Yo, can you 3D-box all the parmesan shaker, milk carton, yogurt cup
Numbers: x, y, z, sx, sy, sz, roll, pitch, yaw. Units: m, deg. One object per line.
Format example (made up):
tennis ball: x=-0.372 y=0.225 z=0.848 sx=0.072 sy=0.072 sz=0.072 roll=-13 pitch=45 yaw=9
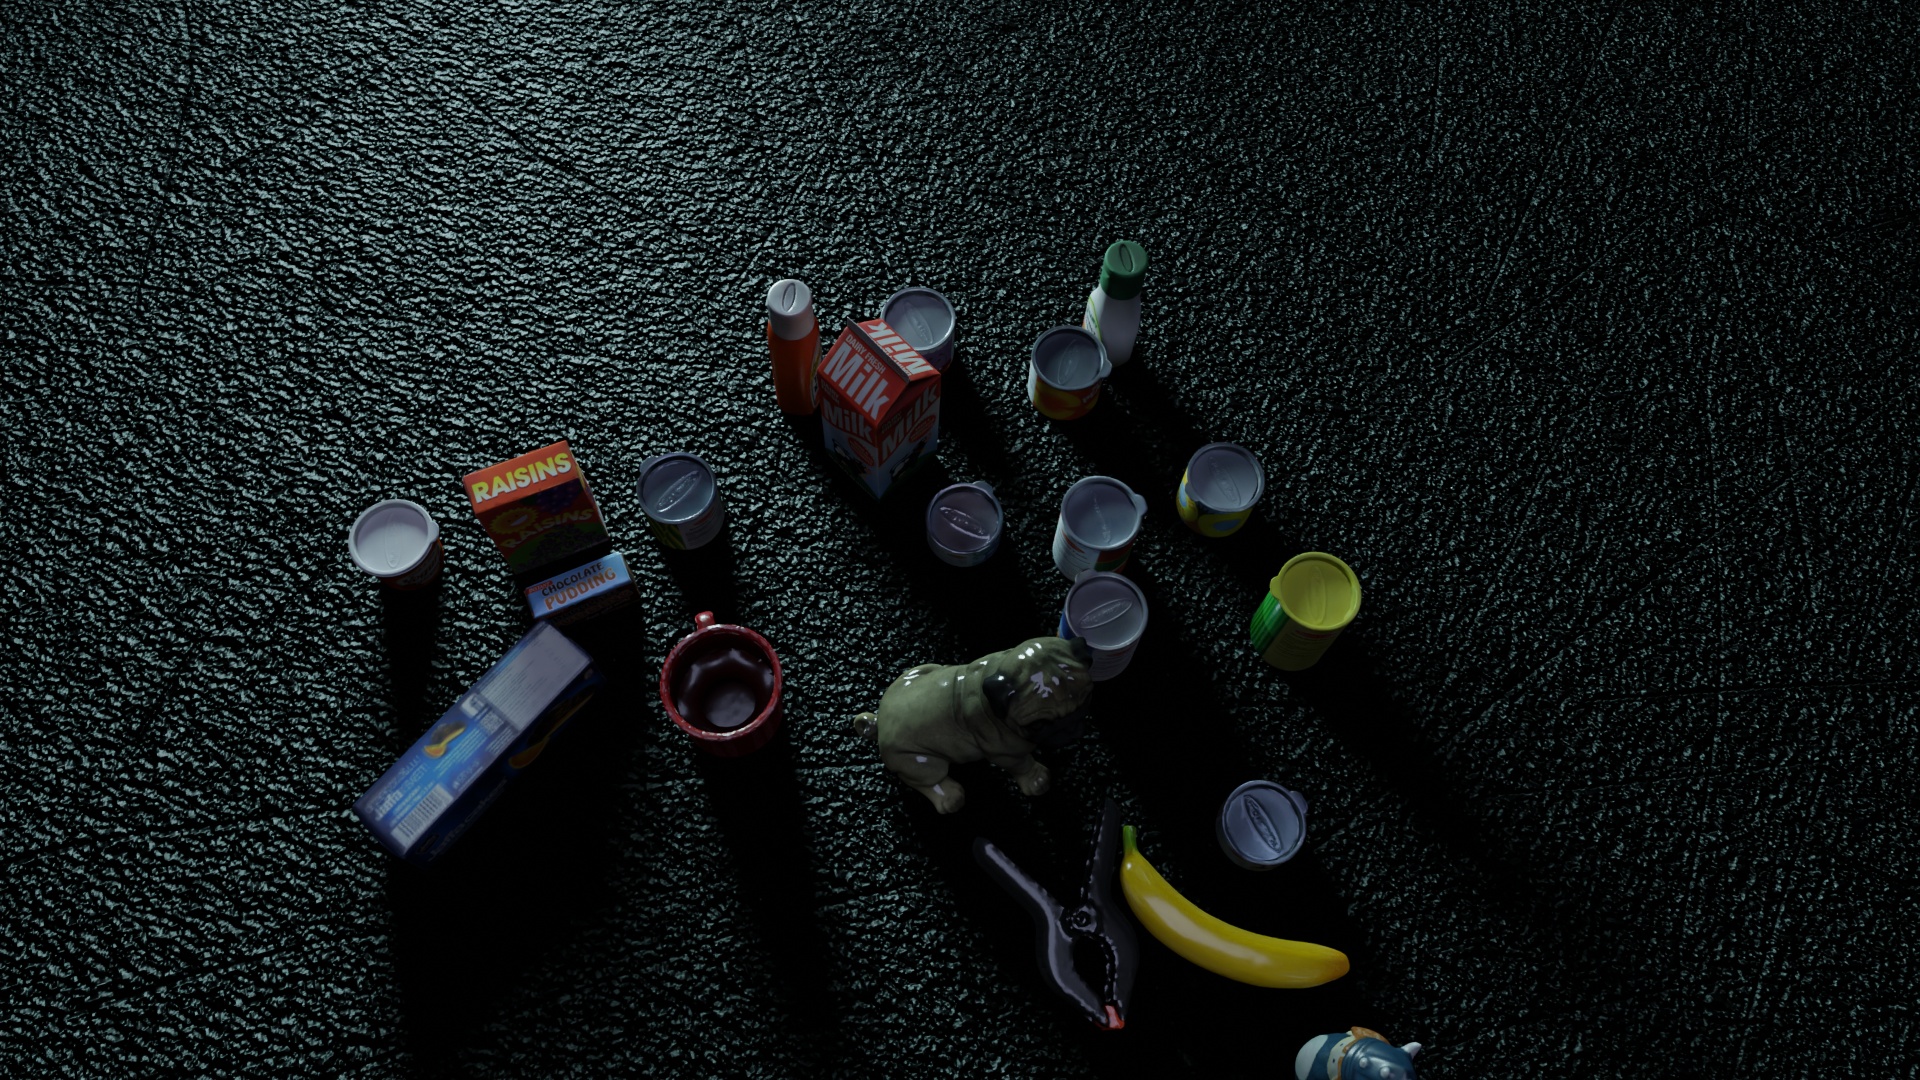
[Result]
parmesan shaker: x=0.275 y=0.059 z=1.127 sx=0.071 sy=0.102 sz=0.071 roll=1 pitch=67 yaw=-2
milk carton: x=-0.066 y=-0.112 z=1.141 sx=0.074 sy=0.189 sz=0.072 roll=-41 pitch=74 yaw=-17
yogurt cup: x=-0.462 y=0.007 z=1.148 sx=0.072 sy=0.053 sz=0.072 roll=1 pitch=67 yaw=-2

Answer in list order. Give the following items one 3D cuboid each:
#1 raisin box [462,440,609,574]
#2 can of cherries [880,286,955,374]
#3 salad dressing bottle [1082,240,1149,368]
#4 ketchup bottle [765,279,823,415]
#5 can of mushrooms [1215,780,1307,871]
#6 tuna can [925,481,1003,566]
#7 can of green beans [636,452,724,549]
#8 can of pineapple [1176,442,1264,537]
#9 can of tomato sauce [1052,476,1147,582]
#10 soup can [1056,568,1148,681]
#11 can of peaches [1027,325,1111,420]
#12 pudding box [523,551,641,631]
raisin box: x=-0.342 y=-0.026 z=1.130 sx=0.086 sy=0.123 sz=0.040 roll=-21 pitch=69 yaw=-11
can of cherries: x=-0.040 y=-0.183 z=1.245 sx=0.071 sy=0.058 sz=0.072 roll=1 pitch=67 yaw=-2
salad dressing bottle: x=0.135 y=-0.205 z=1.213 sx=0.044 sy=0.147 sz=0.064 roll=-9 pitch=68 yaw=-6
ketchup bottle: x=-0.141 y=-0.167 z=1.185 sx=0.043 sy=0.148 sz=0.065 roll=8 pitch=67 yaw=1
can of mushrooms: x=0.237 y=0.224 z=1.091 sx=0.071 sy=0.033 sz=0.071 roll=1 pitch=66 yaw=-2
tuna can: x=0.004 y=-0.015 z=1.187 sx=0.071 sy=0.032 sz=0.071 roll=1 pitch=66 yaw=-2
can of green beans: x=-0.235 y=-0.033 z=1.172 sx=0.071 sy=0.057 sz=0.071 roll=1 pitch=67 yaw=-2
can of pineapple: x=0.220 y=-0.043 z=1.194 sx=0.071 sy=0.057 sz=0.071 roll=1 pitch=67 yaw=-2
can of tomato sauce: x=0.115 y=-0.007 z=1.161 sx=0.071 sy=0.082 sz=0.071 roll=1 pitch=67 yaw=-2
soup can: x=0.112 y=0.069 z=1.127 sx=0.071 sy=0.083 sz=0.071 roll=1 pitch=67 yaw=-2
can of peaches: x=0.096 y=-0.147 z=1.235 sx=0.071 sy=0.057 sz=0.071 roll=1 pitch=67 yaw=-2
pudding box: x=-0.309 y=0.044 z=1.140 sx=0.084 sy=0.049 sz=0.030 roll=-22 pitch=69 yaw=-11
